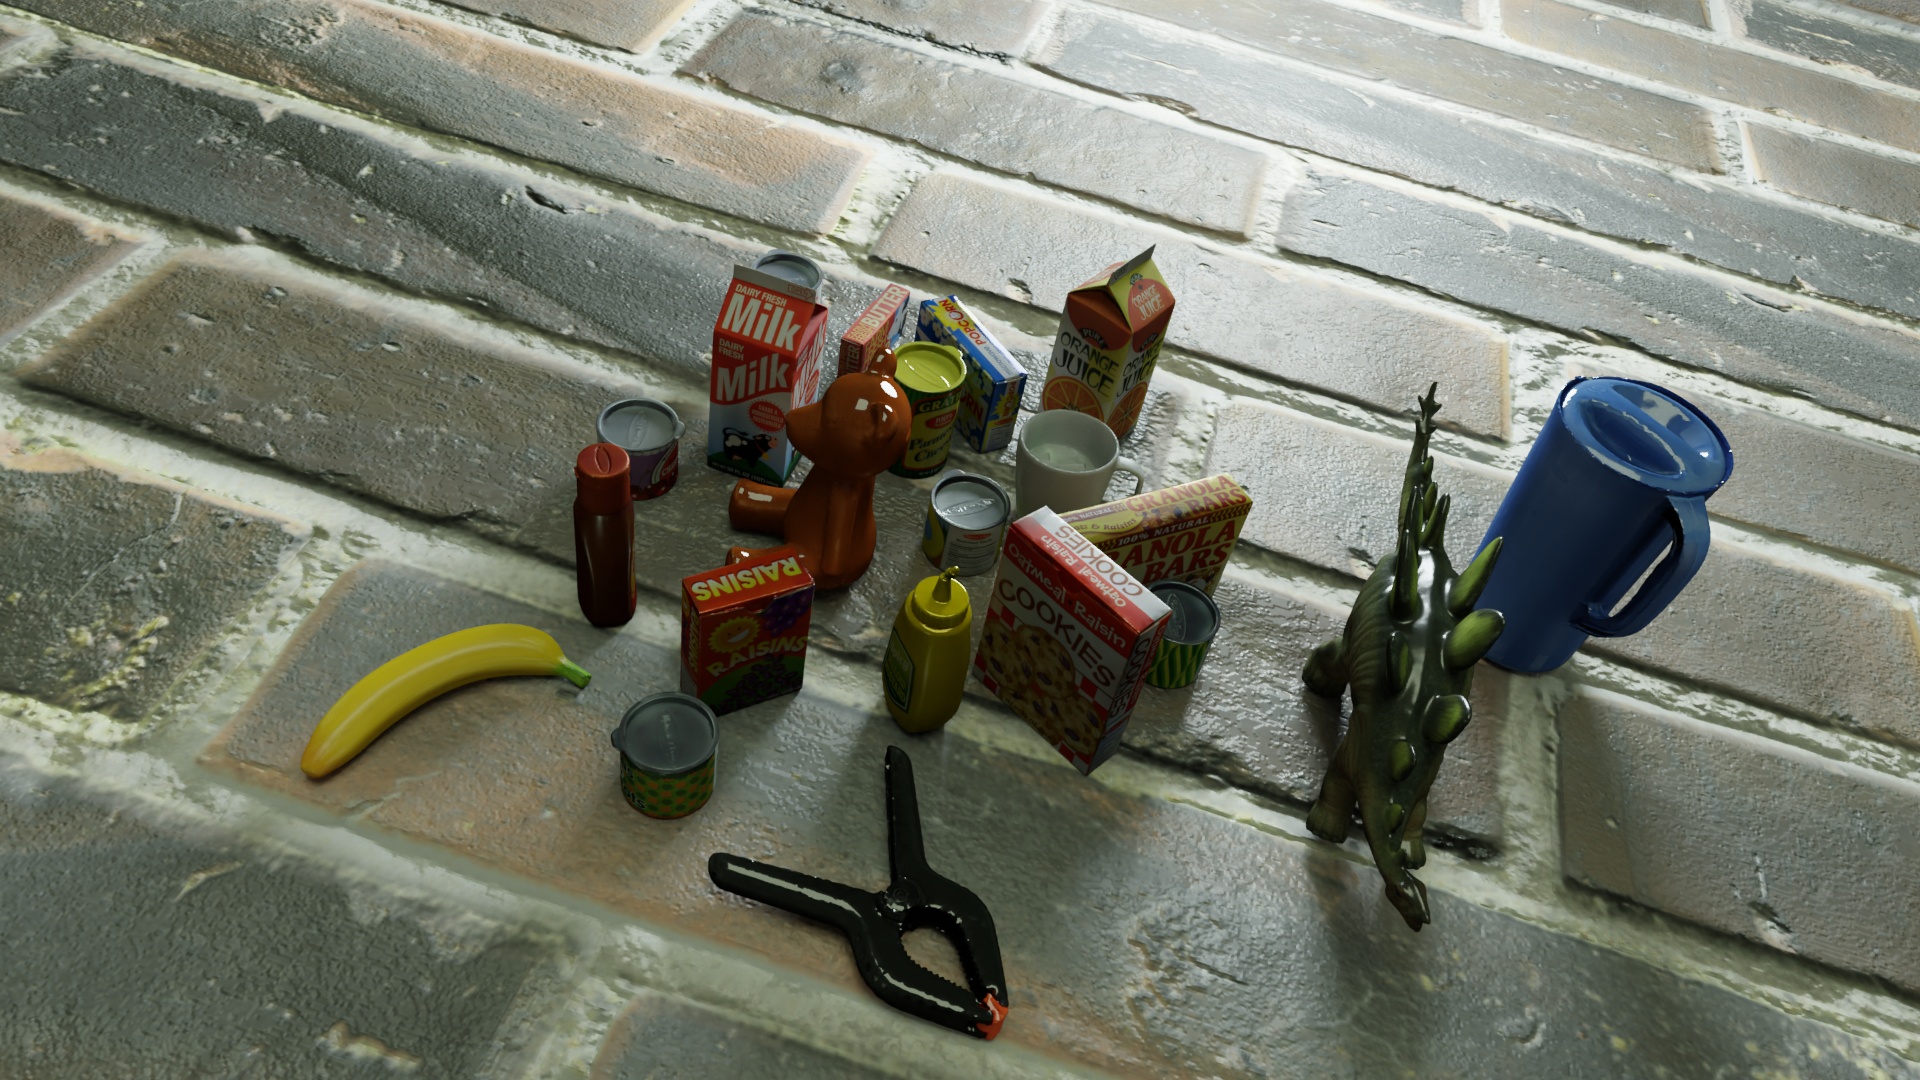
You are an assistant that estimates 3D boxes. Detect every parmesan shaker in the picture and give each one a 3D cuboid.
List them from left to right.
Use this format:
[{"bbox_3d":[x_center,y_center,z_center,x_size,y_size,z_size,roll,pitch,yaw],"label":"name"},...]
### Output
[{"bbox_3d":[-0.034,-0.113,1.204,0.071,0.102,0.072,6,45,-6],"label":"parmesan shaker"}]

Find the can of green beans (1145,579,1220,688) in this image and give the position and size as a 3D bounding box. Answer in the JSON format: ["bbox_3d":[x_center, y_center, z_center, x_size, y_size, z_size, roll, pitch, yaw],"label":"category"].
[{"bbox_3d":[0.166,0.074,1.097,0.071,0.057,0.071,6,45,-6],"label":"can of green beans"}]

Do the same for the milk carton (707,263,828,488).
[{"bbox_3d":[-0.159,-0.140,1.141,0.072,0.189,0.074,18,45,6],"label":"milk carton"}]

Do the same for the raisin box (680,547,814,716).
[{"bbox_3d":[-0.153,0.068,0.987,0.086,0.122,0.040,-15,52,-25],"label":"raisin box"}]

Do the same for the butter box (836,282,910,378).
[{"bbox_3d":[-0.081,-0.194,1.307,0.024,0.052,0.104,24,46,11],"label":"butter box"}]

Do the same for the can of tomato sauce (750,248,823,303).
[{"bbox_3d":[-0.165,-0.216,1.289,0.071,0.082,0.071,6,45,-6],"label":"can of tomato sauce"}]

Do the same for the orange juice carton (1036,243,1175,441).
[{"bbox_3d":[0.132,-0.173,1.236,0.073,0.191,0.072,35,49,21],"label":"orange juice carton"}]

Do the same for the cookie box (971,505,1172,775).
[{"bbox_3d":[0.075,0.074,1.000,0.040,0.166,0.123,-31,59,-34],"label":"cookie box"}]

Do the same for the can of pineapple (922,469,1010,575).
[{"bbox_3d":[0.004,-0.014,1.148,0.071,0.057,0.071,6,45,-6],"label":"can of pineapple"}]

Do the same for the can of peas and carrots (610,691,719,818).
[{"bbox_3d":[-0.201,0.147,0.945,0.071,0.058,0.071,6,45,-6],"label":"can of peas and carrots"}]

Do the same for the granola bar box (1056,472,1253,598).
[{"bbox_3d":[0.138,0.017,1.101,0.166,0.123,0.039,-14,51,-24],"label":"granola bar box"}]

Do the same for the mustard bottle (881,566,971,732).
[{"bbox_3d":[-0.021,0.071,0.988,0.049,0.159,0.065,-14,51,-24],"label":"mustard bottle"}]

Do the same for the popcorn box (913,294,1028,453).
[{"bbox_3d":[0.005,-0.152,1.263,0.038,0.084,0.127,-20,53,-28],"label":"popcorn box"}]

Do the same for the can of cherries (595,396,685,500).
[{"bbox_3d":[-0.264,-0.075,1.148,0.071,0.058,0.072,6,45,-6],"label":"can of cherries"}]

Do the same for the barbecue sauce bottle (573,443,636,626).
[{"bbox_3d":[-0.261,-0.006,1.018,0.044,0.147,0.065,-8,49,-19],"label":"barbecue sauce bottle"}]
